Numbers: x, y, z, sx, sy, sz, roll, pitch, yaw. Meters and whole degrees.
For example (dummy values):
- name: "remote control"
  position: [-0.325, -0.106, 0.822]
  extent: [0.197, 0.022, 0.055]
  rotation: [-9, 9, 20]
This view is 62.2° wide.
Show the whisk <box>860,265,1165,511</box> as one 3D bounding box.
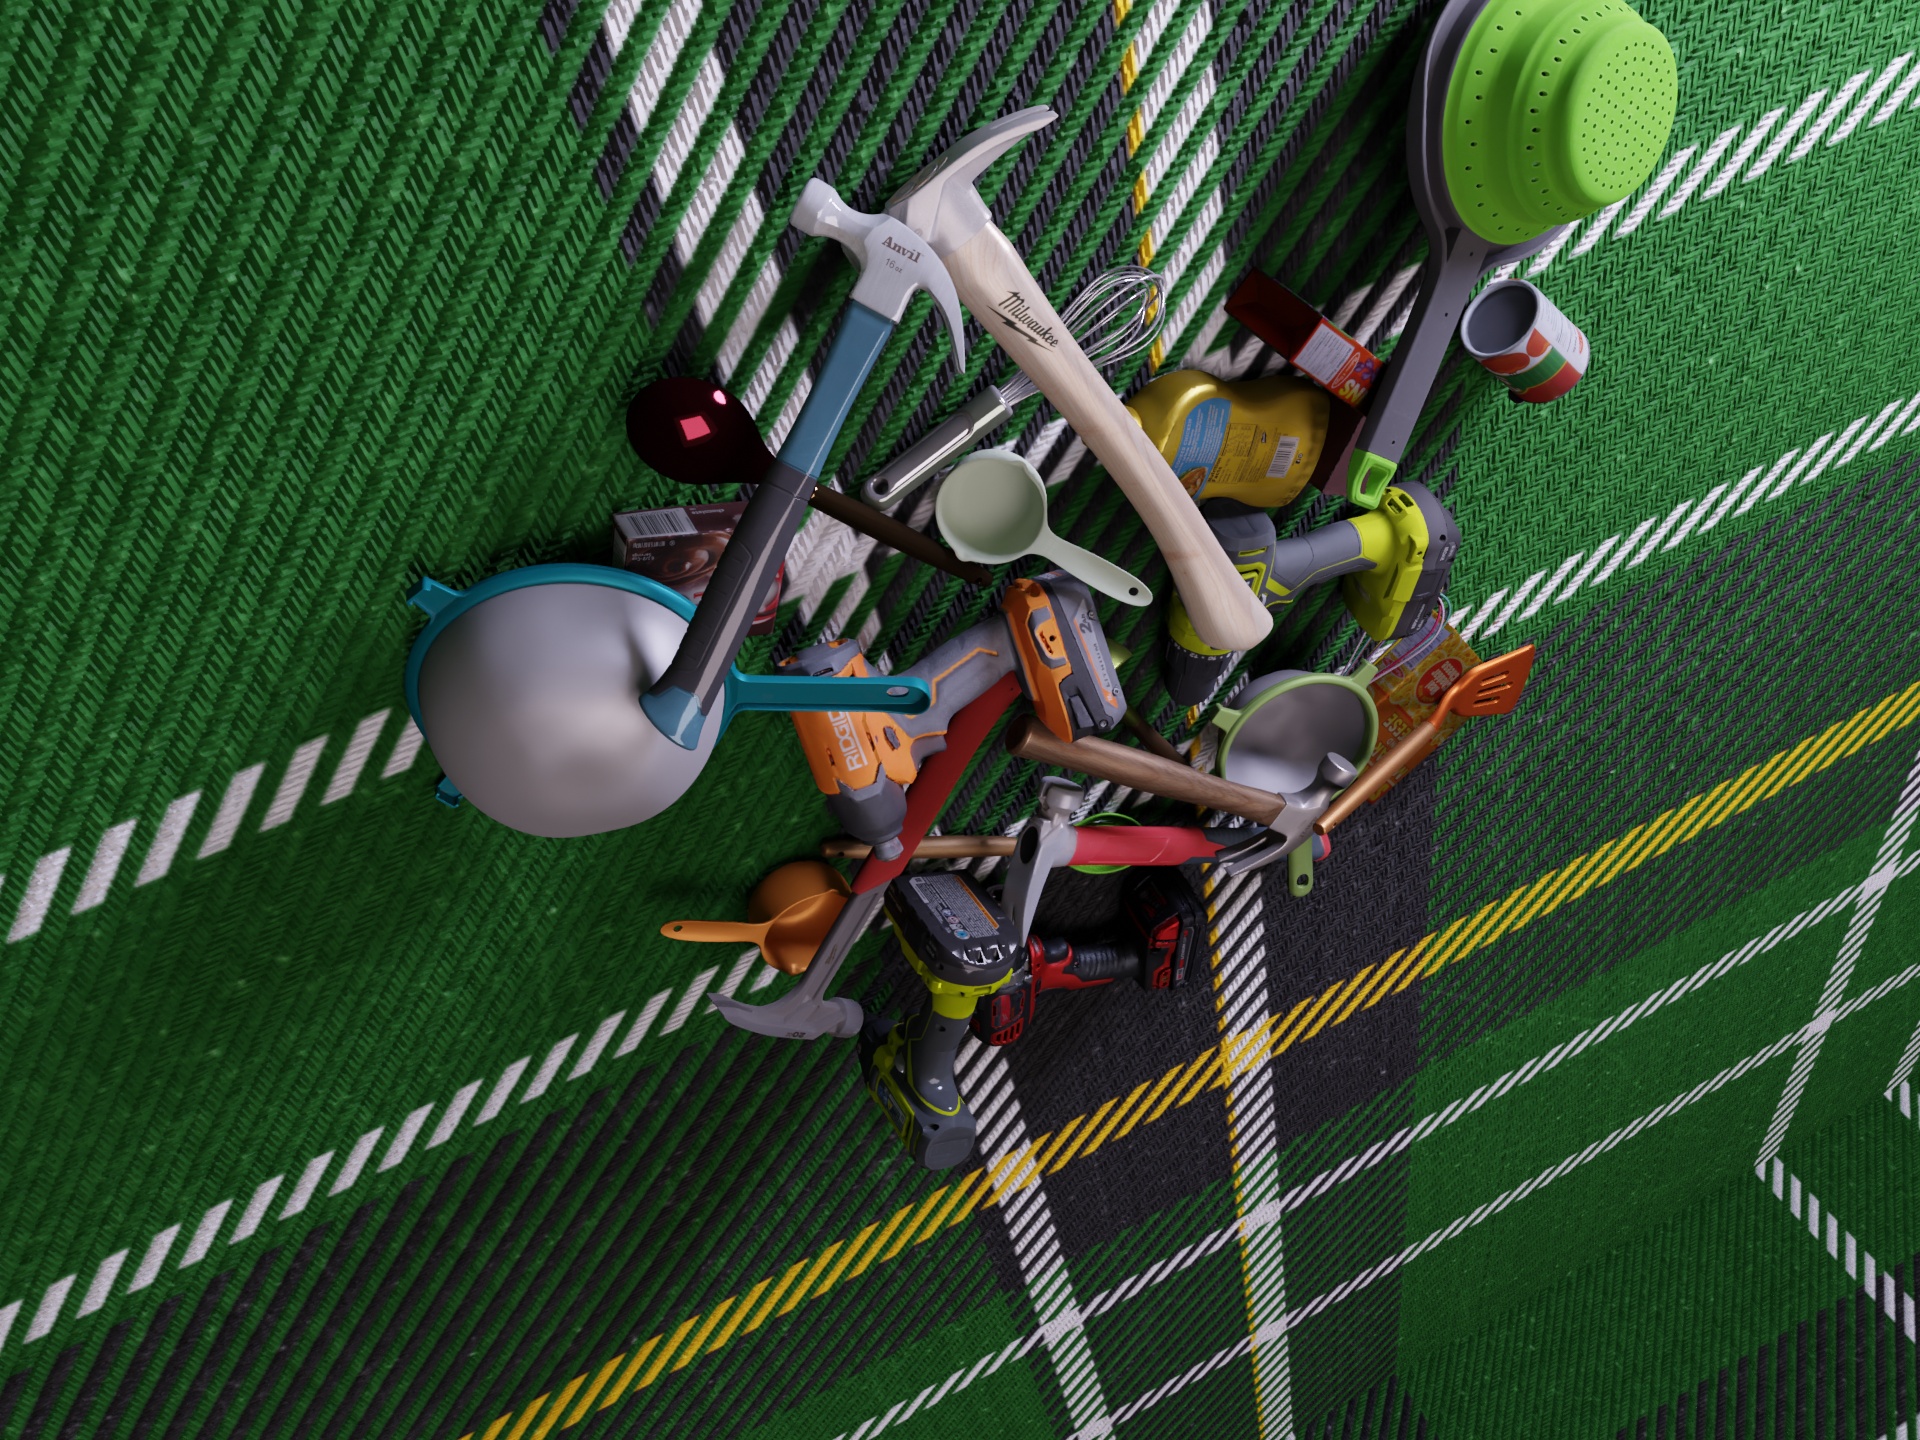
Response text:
- name: "whisk"
  position: [0.033, -0.217, 1.054]
  extent: [0.246, 0.058, 0.059]
  rotation: [-36, 168, 8]

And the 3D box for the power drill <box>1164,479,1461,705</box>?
- name: "power drill"
  position: [0.271, -0.102, 1.283]
  extent: [0.228, 0.080, 0.190]
  rotation: [-12, 139, -19]

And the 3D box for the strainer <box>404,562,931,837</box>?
- name: "strainer"
  position: [-0.183, 0.009, 1.024]
  extent: [0.340, 0.095, 0.210]
  rotation: [0, 134, -10]

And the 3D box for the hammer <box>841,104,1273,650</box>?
- name: "hammer"
  position: [0.103, -0.196, 1.037]
  extent: [0.146, 0.038, 0.410]
  rotation: [-36, 123, 11]

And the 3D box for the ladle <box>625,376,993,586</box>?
- name: "ladle"
  position: [-0.082, -0.140, 1.032]
  extent: [0.069, 0.031, 0.315]
  rotation: [-43, 141, 23]

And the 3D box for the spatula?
- name: "spatula"
  position: [0.408, 0.022, 1.399]
  extent: [0.322, 0.041, 0.081]
  rotation: [-34, 143, -37]

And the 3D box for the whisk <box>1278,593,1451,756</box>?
- name: "whisk"
  position: [0.346, -0.031, 1.422]
  extent: [0.051, 0.047, 0.245]
  rotation: [26, 117, -31]

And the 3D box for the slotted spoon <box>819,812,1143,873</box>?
- name: "slotted spoon"
  position: [0.024, 0.105, 1.356]
  extent: [0.313, 0.031, 0.070]
  rotation: [1, 126, -30]

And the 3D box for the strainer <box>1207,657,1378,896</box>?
- name: "strainer"
  position: [0.289, 0.048, 1.416]
  extent: [0.151, 0.069, 0.256]
  rotation: [-17, 129, -7]

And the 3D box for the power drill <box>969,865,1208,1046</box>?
- name: "power drill"
  position: [0.108, 0.200, 1.460]
  extent: [0.226, 0.080, 0.187]
  rotation: [-15, 134, -16]

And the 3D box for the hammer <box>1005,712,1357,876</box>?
- name: "hammer"
  position: [0.174, 0.051, 1.301]
  extent: [0.331, 0.031, 0.130]
  rotation: [16, 118, -32]

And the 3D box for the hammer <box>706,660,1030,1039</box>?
- name: "hammer"
  position: [-0.054, 0.091, 1.229]
  extent: [0.149, 0.037, 0.359]
  rotation: [21, 103, -48]

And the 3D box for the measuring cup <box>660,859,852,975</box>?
- name: "measuring cup"
  position: [-0.163, 0.151, 1.264]
  extent: [0.173, 0.052, 0.095]
  rotation: [6, 124, -33]

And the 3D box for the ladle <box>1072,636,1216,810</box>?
- name: "ladle"
  position: [0.161, 0.019, 1.341]
  extent: [0.078, 0.062, 0.319]
  rotation: [-39, 140, 9]

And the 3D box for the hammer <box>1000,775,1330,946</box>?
- name: "hammer"
  position: [0.196, 0.126, 1.422]
  extent: [0.386, 0.038, 0.143]
  rotation: [4, 109, -41]

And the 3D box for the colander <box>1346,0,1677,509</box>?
- name: "colander"
  position: [0.365, -0.320, 1.048]
  extent: [0.204, 0.095, 0.397]
  rotation: [11, 105, -39]

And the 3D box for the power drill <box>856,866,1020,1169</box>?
- name: "power drill"
  position: [-0.031, 0.244, 1.356]
  extent: [0.080, 0.171, 0.223]
  rotation: [-3, 121, -30]

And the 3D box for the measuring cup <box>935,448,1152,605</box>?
- name: "measuring cup"
  position: [0.061, -0.128, 1.104]
  extent: [0.167, 0.038, 0.083]
  rotation: [29, 116, -11]

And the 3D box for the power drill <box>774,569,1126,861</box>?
- name: "power drill"
  position: [-0.002, -0.004, 1.147]
  extent: [0.226, 0.084, 0.164]
  rotation: [-21, 102, -7]

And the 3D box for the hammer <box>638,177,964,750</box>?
- name: "hammer"
  position: [-0.104, -0.136, 0.934]
  extent: [0.128, 0.033, 0.331]
  rotation: [26, 98, -10]
